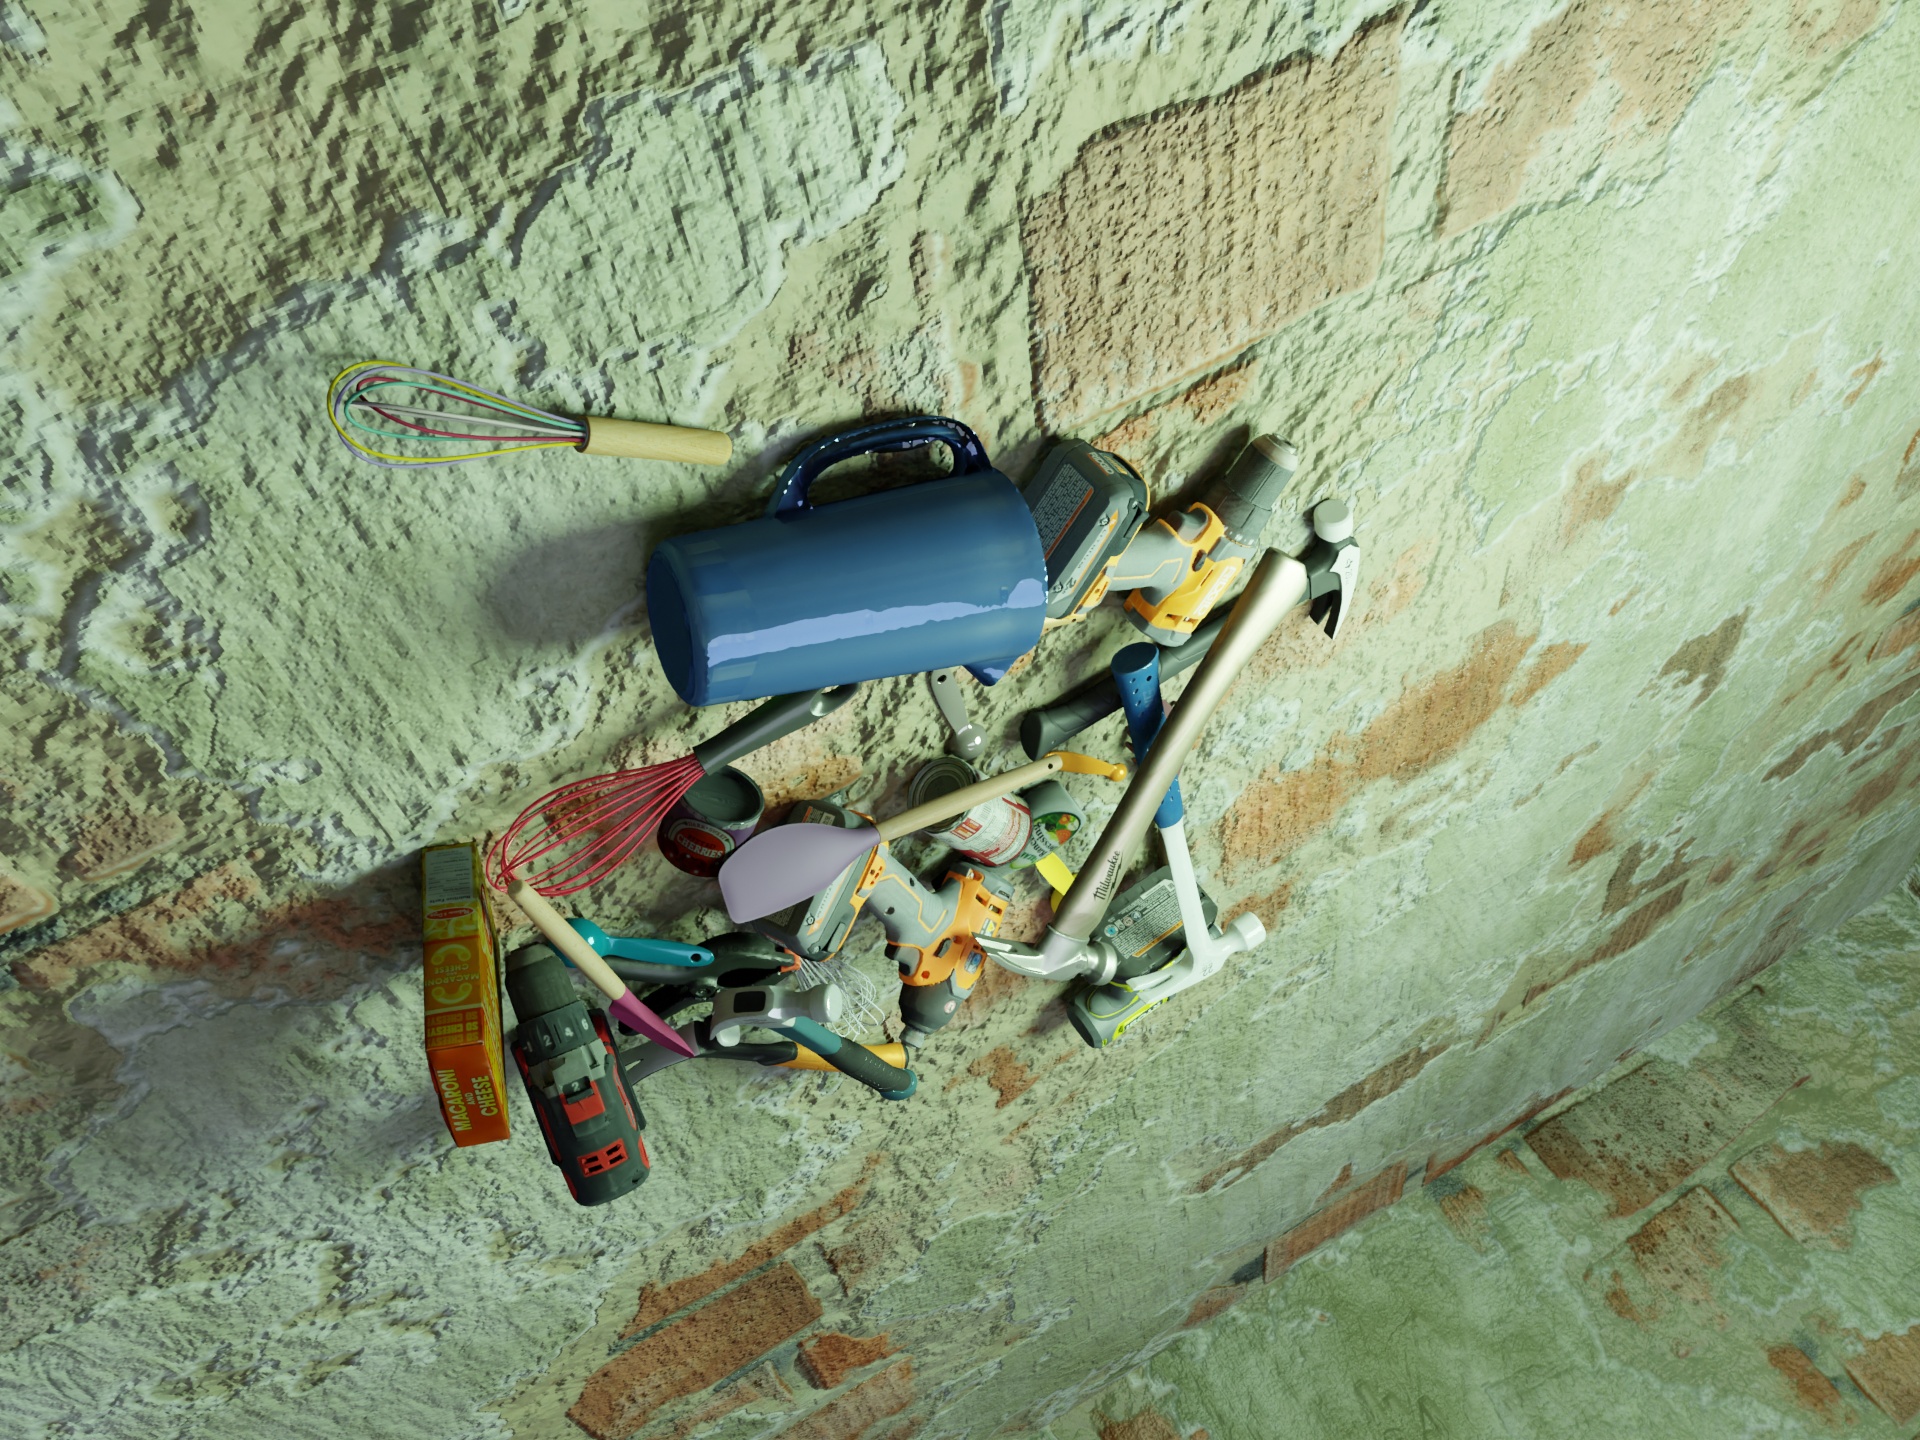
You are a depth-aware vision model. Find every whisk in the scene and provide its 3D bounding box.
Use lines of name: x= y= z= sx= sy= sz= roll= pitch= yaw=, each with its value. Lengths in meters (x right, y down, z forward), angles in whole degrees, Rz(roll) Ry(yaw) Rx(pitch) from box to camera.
whisk: x=-0.198 y=0.039 z=1.112 sx=0.296 sy=0.073 sz=0.073 roll=-30 pitch=144 yaw=-4
whisk: x=-0.232 y=-0.167 z=0.891 sx=0.245 sy=0.047 sz=0.051 roll=-2 pitch=145 yaw=-43
whisk: x=-0.136 y=0.202 z=1.372 sx=0.070 sy=0.070 sz=0.284 roll=-33 pitch=139 yaw=-4

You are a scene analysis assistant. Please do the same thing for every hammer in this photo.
hammer: x=0.156 y=0.040 z=1.308 sx=0.146 sy=0.038 sz=0.410 roll=16 pitch=109 yaw=-37
hammer: x=-0.161 y=0.312 z=1.474 sx=0.127 sy=0.034 sz=0.336 roll=-26 pitch=155 yaw=26
hammer: x=-0.108 y=0.280 z=1.362 sx=0.128 sy=0.033 sz=0.330 roll=-5 pitch=155 yaw=18
hammer: x=0.198 y=-0.059 z=1.368 sx=0.335 sy=0.035 sz=0.146 roll=-30 pitch=143 yaw=-8
hammer: x=0.184 y=0.099 z=1.413 sx=0.144 sy=0.035 sz=0.405 roll=-30 pitch=131 yaw=-14

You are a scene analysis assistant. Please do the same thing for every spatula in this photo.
spatula: x=-0.046 y=0.078 z=1.231 sx=0.316 sy=0.018 sz=0.060 roll=-19 pitch=98 yaw=-32

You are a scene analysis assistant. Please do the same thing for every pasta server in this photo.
pasta server: x=0.196 y=0.087 z=1.540 sx=0.060 sy=0.040 sz=0.316 roll=-28 pitch=148 yaw=-11

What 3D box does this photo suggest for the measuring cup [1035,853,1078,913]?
measuring cup: x=0.097 y=0.151 z=1.529 sx=0.062 sy=0.029 sz=0.156 roll=-37 pitch=142 yaw=1

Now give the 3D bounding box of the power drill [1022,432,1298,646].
power drill: x=0.148 y=-0.148 z=1.191 sx=0.226 sy=0.084 sz=0.185 roll=5 pitch=127 yaw=-48

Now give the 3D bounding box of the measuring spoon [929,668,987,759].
measuring spoon: x=-0.002 y=-0.004 z=1.278 sx=0.034 sy=0.018 sz=0.124 roll=-31 pitch=144 yaw=-6

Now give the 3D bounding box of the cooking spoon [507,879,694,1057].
cooking spoon: x=-0.267 y=0.193 z=1.193 sx=0.017 sy=0.069 sz=0.318 roll=-62 pitch=156 yaw=-23

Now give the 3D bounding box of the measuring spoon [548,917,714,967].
measuring spoon: x=-0.254 y=0.181 z=1.235 sx=0.128 sy=0.021 sz=0.042 roll=9 pitch=111 yaw=-16

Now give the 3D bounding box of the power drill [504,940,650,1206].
power drill: x=-0.295 y=0.261 z=1.199 sx=0.080 sy=0.188 sz=0.226 roll=-21 pitch=176 yaw=-16

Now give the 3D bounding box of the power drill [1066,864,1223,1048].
power drill: x=0.202 y=0.241 z=1.656 sx=0.190 sy=0.080 sz=0.228 roll=-33 pitch=155 yaw=-14

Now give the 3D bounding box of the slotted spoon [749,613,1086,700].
slotted spoon: x=-0.031 y=-0.061 z=1.184 sx=0.313 sy=0.031 sz=0.070 roll=-11 pitch=151 yaw=-33

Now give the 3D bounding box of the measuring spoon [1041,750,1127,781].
measuring spoon: x=0.113 y=0.043 z=1.431 sx=0.116 sy=0.011 sz=0.021 roll=12 pitch=123 yaw=-46

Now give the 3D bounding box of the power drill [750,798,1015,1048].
power drill: x=-0.062 y=0.172 z=1.307 sx=0.226 sy=0.084 sz=0.164 roll=31 pitch=79 yaw=-42
